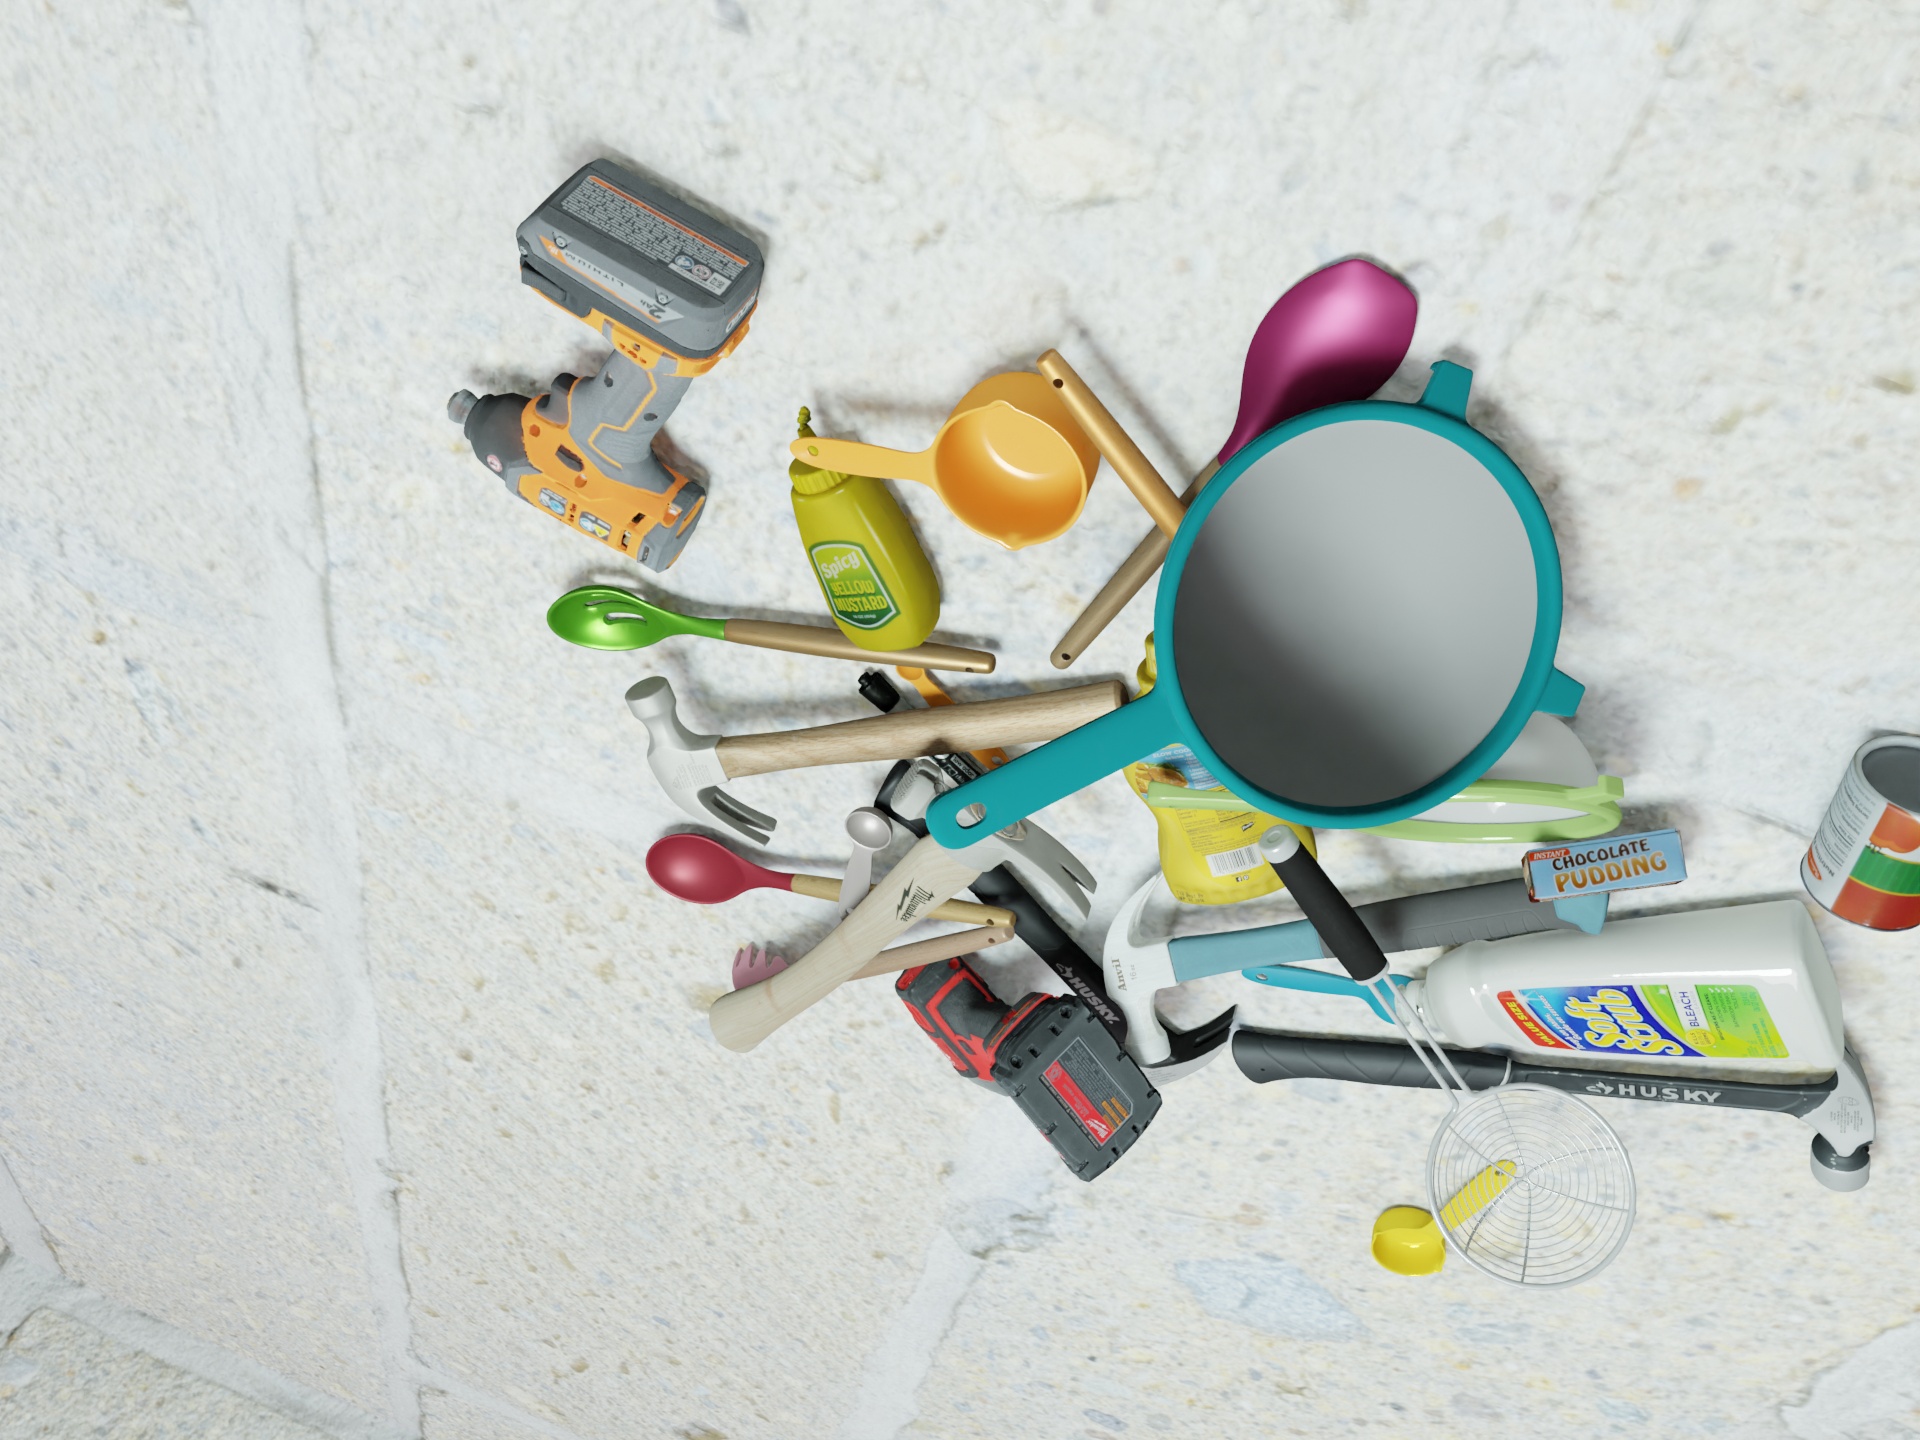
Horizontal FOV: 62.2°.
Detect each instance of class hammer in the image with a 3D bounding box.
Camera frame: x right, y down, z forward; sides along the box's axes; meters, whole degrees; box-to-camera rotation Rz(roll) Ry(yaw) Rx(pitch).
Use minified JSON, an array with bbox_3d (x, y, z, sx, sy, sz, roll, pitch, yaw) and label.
[{"bbox_3d":[0.059,0.149,1.142,0.146,0.035,0.334,-25,117,40],"label":"hammer"},{"bbox_3d":[0.245,0.138,1.018,0.331,0.033,0.128,-14,92,26],"label":"hammer"},{"bbox_3d":[-0.069,0.164,1.137,0.146,0.038,0.410,34,138,-12],"label":"hammer"},{"bbox_3d":[-0.051,0.014,1.034,0.331,0.031,0.130,-7,121,20],"label":"hammer"},{"bbox_3d":[0.385,0.240,1.077,0.409,0.036,0.149,0,129,25],"label":"hammer"}]

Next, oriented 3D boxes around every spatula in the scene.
[{"bbox_3d":[0.145,-0.081,0.872,0.081,0.041,0.322,-25,119,36],"label":"spatula"}]

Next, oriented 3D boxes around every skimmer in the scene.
[{"bbox_3d":[0.289,0.205,0.962,0.127,0.090,0.363,-36,116,6],"label":"skimmer"}]

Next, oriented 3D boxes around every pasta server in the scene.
[{"bbox_3d":[-0.075,0.184,1.218,0.316,0.040,0.060,-21,119,41],"label":"pasta server"}]

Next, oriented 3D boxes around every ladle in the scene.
[{"bbox_3d":[-0.100,0.123,1.171,0.315,0.031,0.069,6,127,29],"label":"ladle"}]

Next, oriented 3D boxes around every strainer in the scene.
[{"bbox_3d":[0.235,0.024,0.897,0.256,0.069,0.151,2,168,15],"label":"strainer"},{"bbox_3d":[0.132,-0.029,0.810,0.340,0.095,0.211,-26,105,-3],"label":"strainer"}]

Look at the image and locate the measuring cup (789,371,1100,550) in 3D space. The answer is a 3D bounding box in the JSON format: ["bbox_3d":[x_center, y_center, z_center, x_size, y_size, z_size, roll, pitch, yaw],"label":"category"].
[{"bbox_3d":[-0.007,-0.152,0.876,0.174,0.052,0.095,10,134,19],"label":"measuring cup"}]

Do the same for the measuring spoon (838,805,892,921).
[{"bbox_3d":[-0.069,0.102,1.118,0.034,0.018,0.124,21,134,6],"label":"measuring spoon"}]

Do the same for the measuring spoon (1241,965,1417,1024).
[{"bbox_3d":[0.257,0.190,1.096,0.128,0.021,0.042,7,133,17],"label":"measuring spoon"}]

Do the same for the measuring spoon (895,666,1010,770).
[{"bbox_3d":[-0.002,-0.003,1.046,0.021,0.011,0.116,-24,122,35],"label":"measuring spoon"}]

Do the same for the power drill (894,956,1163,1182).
[{"bbox_3d":[0.043,0.243,1.145,0.143,0.078,0.220,53,163,-18],"label":"power drill"}]

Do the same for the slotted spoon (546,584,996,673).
[{"bbox_3d":[-0.126,-0.055,1.033,0.314,0.031,0.070,8,151,18],"label":"slotted spoon"}]

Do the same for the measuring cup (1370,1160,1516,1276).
[{"bbox_3d":[0.374,0.374,1.224,0.062,0.029,0.156,30,125,-4],"label":"measuring cup"}]

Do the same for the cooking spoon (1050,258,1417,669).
[{"bbox_3d":[0.131,-0.122,0.862,0.068,0.017,0.318,32,136,-7],"label":"cooking spoon"}]

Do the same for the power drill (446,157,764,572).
[{"bbox_3d":[-0.210,-0.198,0.907,0.164,0.084,0.226,29,140,-2],"label":"power drill"}]
